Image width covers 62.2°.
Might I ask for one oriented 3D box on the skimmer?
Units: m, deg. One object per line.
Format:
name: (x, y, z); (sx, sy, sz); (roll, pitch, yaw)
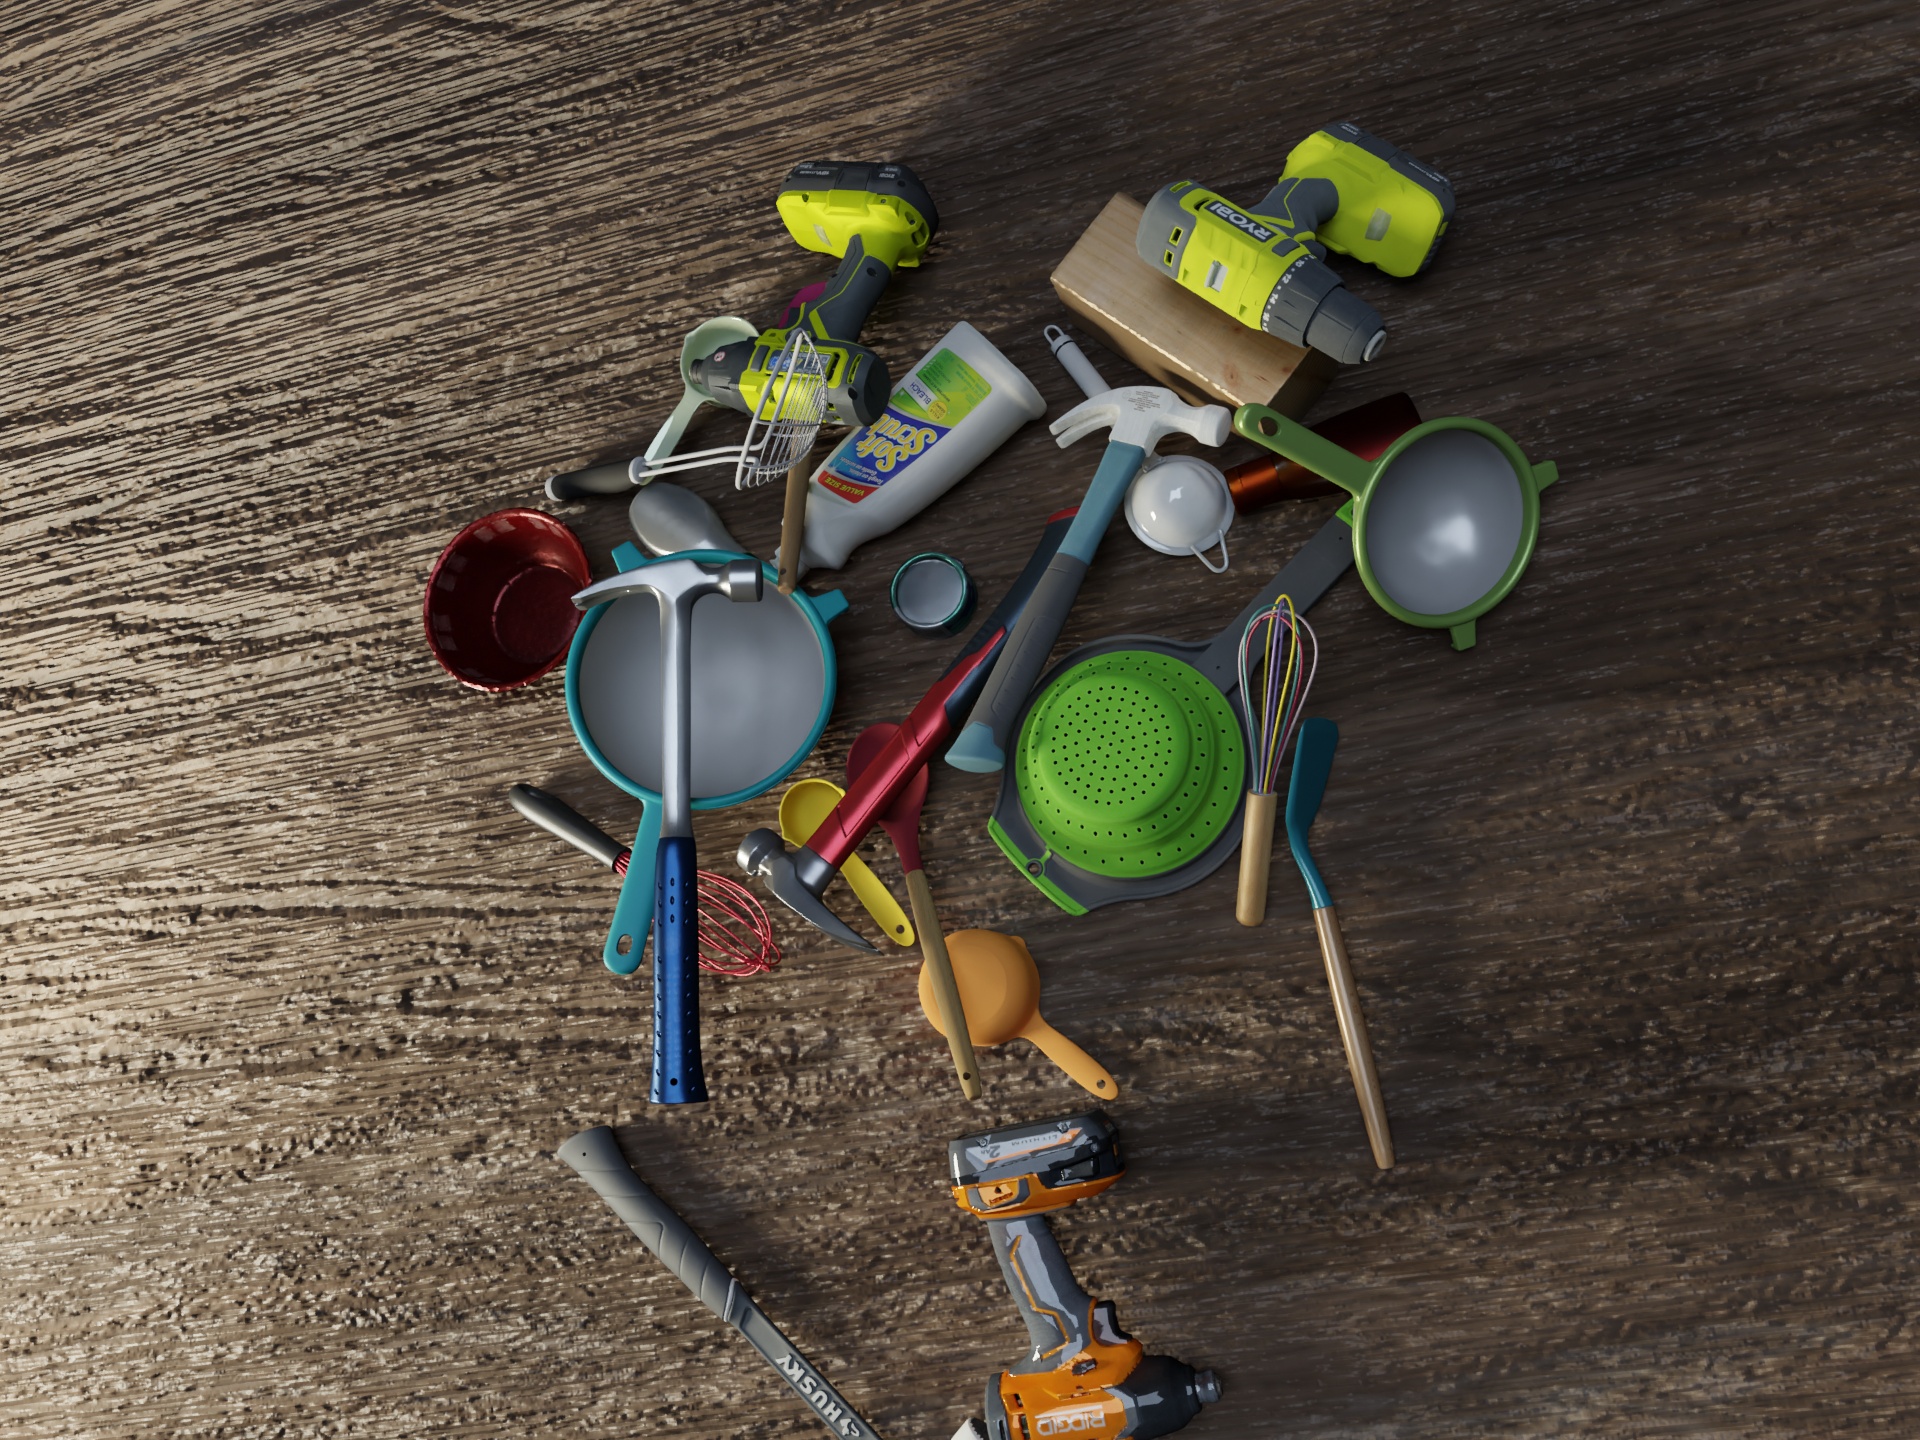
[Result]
skimmer: (-0.238, -0.226, 1.271); (0.363, 0.090, 0.127); (-2, 58, 41)

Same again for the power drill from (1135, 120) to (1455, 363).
power drill: (0.264, -0.348, 1.164); (0.191, 0.080, 0.228); (38, 50, 19)

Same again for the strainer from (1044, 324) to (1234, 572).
strainer: (0.137, -0.225, 1.262); (0.087, 0.050, 0.259); (-30, 68, -9)

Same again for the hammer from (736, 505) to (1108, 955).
hammer: (-0.002, -0.004, 1.219); (0.143, 0.038, 0.386); (34, 80, 31)

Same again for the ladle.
ladle: (-0.028, 0.137, 1.194); (0.069, 0.031, 0.316); (-25, 56, 12)

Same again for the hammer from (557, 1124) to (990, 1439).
hammer: (-0.162, 0.455, 1.199); (0.409, 0.036, 0.149); (39, 91, 20)

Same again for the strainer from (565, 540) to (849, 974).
strainer: (-0.217, 0.036, 1.261); (0.211, 0.095, 0.340); (13, 77, 2)

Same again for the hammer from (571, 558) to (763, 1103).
hammer: (-0.217, 0.077, 1.184); (0.144, 0.035, 0.406); (-2, 79, -2)

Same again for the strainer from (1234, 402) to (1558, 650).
strainer: (0.293, -0.165, 1.141); (0.256, 0.069, 0.151); (23, 95, -19)

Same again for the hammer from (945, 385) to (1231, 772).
hammer: (0.079, -0.108, 1.194); (0.128, 0.033, 0.331); (21, 77, 27)

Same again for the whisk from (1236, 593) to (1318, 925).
whisk: (0.218, 0.031, 1.136); (0.047, 0.051, 0.245); (21, 112, 51)

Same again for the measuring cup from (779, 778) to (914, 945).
measuring cup: (-0.084, 0.114, 1.261); (0.062, 0.029, 0.156); (-38, 83, 6)

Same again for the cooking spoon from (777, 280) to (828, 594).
cooking spoon: (-0.129, -0.241, 1.313); (0.069, 0.017, 0.319); (-8, 60, 19)

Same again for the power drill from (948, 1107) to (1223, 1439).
power drill: (0.085, 0.395, 1.119); (0.164, 0.084, 0.226); (-14, 79, 12)

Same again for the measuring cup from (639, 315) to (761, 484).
measuring cup: (-0.225, -0.269, 1.375); (0.083, 0.038, 0.167); (34, 90, 20)

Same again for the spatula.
spatula: (0.275, 0.157, 1.132); (0.044, 0.082, 0.318); (-17, 79, 28)

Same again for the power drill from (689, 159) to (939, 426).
power drill: (-0.119, -0.350, 1.315); (0.171, 0.080, 0.223); (10, 69, 22)

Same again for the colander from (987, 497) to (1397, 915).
colander: (0.176, -0.033, 1.177); (0.397, 0.094, 0.205); (-47, 70, 2)

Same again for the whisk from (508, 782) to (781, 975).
whisk: (-0.261, 0.122, 1.288); (0.296, 0.073, 0.073); (28, 87, 25)

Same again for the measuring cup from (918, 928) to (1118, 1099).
measuring cup: (0.044, 0.223, 1.180); (0.174, 0.052, 0.095); (36, 89, 22)
